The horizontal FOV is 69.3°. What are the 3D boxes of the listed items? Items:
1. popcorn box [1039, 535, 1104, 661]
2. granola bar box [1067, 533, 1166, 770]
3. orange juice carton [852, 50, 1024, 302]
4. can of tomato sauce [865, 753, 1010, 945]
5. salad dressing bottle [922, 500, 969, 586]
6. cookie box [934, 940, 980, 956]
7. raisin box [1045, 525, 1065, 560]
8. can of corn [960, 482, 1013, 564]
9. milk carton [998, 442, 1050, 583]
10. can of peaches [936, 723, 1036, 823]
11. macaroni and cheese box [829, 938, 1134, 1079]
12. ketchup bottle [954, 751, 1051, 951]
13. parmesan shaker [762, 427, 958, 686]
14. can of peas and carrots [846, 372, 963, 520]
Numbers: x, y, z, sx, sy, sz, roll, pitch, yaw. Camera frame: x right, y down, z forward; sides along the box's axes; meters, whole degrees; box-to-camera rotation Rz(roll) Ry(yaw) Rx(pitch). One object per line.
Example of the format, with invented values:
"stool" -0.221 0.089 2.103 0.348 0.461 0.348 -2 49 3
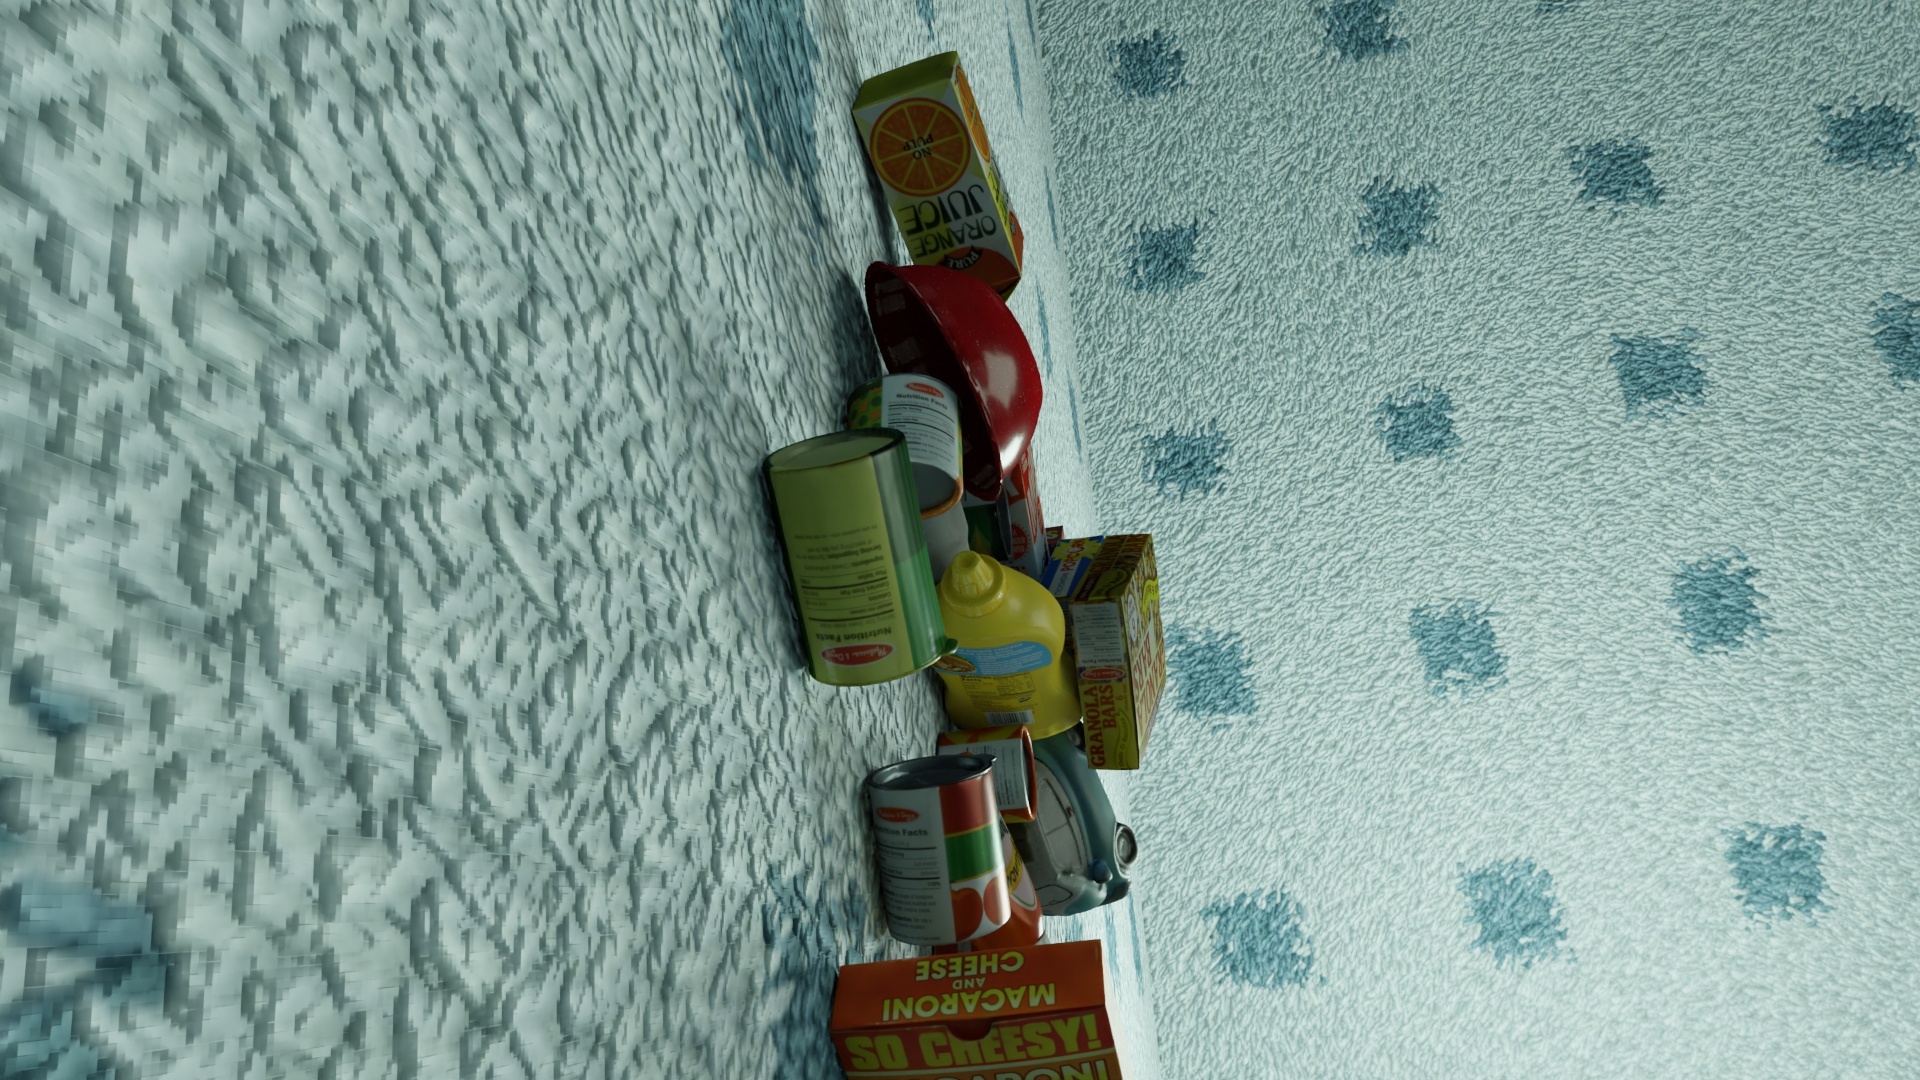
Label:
"popcorn box" 0.089 0.058 1.054 0.127 0.038 0.085 -57 139 -65
"granola bar box" 0.117 0.075 1.002 0.166 0.039 0.124 -47 131 -69
"orange juice carton" -0.006 -0.240 0.995 0.072 0.073 0.192 -84 155 -56
"can of tomato sauce" -0.010 0.160 0.729 0.071 0.071 0.083 -29 112 -80
"salad dressing bottle" -0.017 -0.007 0.906 0.147 0.044 0.064 73 4 -51
"cookie box" 0.020 0.275 0.907 0.166 0.040 0.123 73 13 -47
"raisin box" 0.052 0.055 1.148 0.040 0.086 0.123 -71 152 -68
"can of corn" 0.004 -0.012 0.987 0.071 0.058 0.071 -10 92 -81
"milk carton" 0.022 -0.024 1.058 0.072 0.073 0.189 -67 149 -68
"can of peaches" 0.019 0.159 0.942 0.071 0.058 0.071 -10 92 -81
"macaroni and cheese box" 0.020 0.263 0.649 0.040 0.124 0.165 -86 165 -57
"ketchup bottle" 0.016 0.200 0.803 0.148 0.043 0.065 65 23 -2
"parmesan shaker" -0.044 0.006 0.631 0.071 0.071 0.102 -71 152 -71
"can of peas and carrots" -0.032 -0.050 0.780 0.070 0.071 0.059 69 17 -56
